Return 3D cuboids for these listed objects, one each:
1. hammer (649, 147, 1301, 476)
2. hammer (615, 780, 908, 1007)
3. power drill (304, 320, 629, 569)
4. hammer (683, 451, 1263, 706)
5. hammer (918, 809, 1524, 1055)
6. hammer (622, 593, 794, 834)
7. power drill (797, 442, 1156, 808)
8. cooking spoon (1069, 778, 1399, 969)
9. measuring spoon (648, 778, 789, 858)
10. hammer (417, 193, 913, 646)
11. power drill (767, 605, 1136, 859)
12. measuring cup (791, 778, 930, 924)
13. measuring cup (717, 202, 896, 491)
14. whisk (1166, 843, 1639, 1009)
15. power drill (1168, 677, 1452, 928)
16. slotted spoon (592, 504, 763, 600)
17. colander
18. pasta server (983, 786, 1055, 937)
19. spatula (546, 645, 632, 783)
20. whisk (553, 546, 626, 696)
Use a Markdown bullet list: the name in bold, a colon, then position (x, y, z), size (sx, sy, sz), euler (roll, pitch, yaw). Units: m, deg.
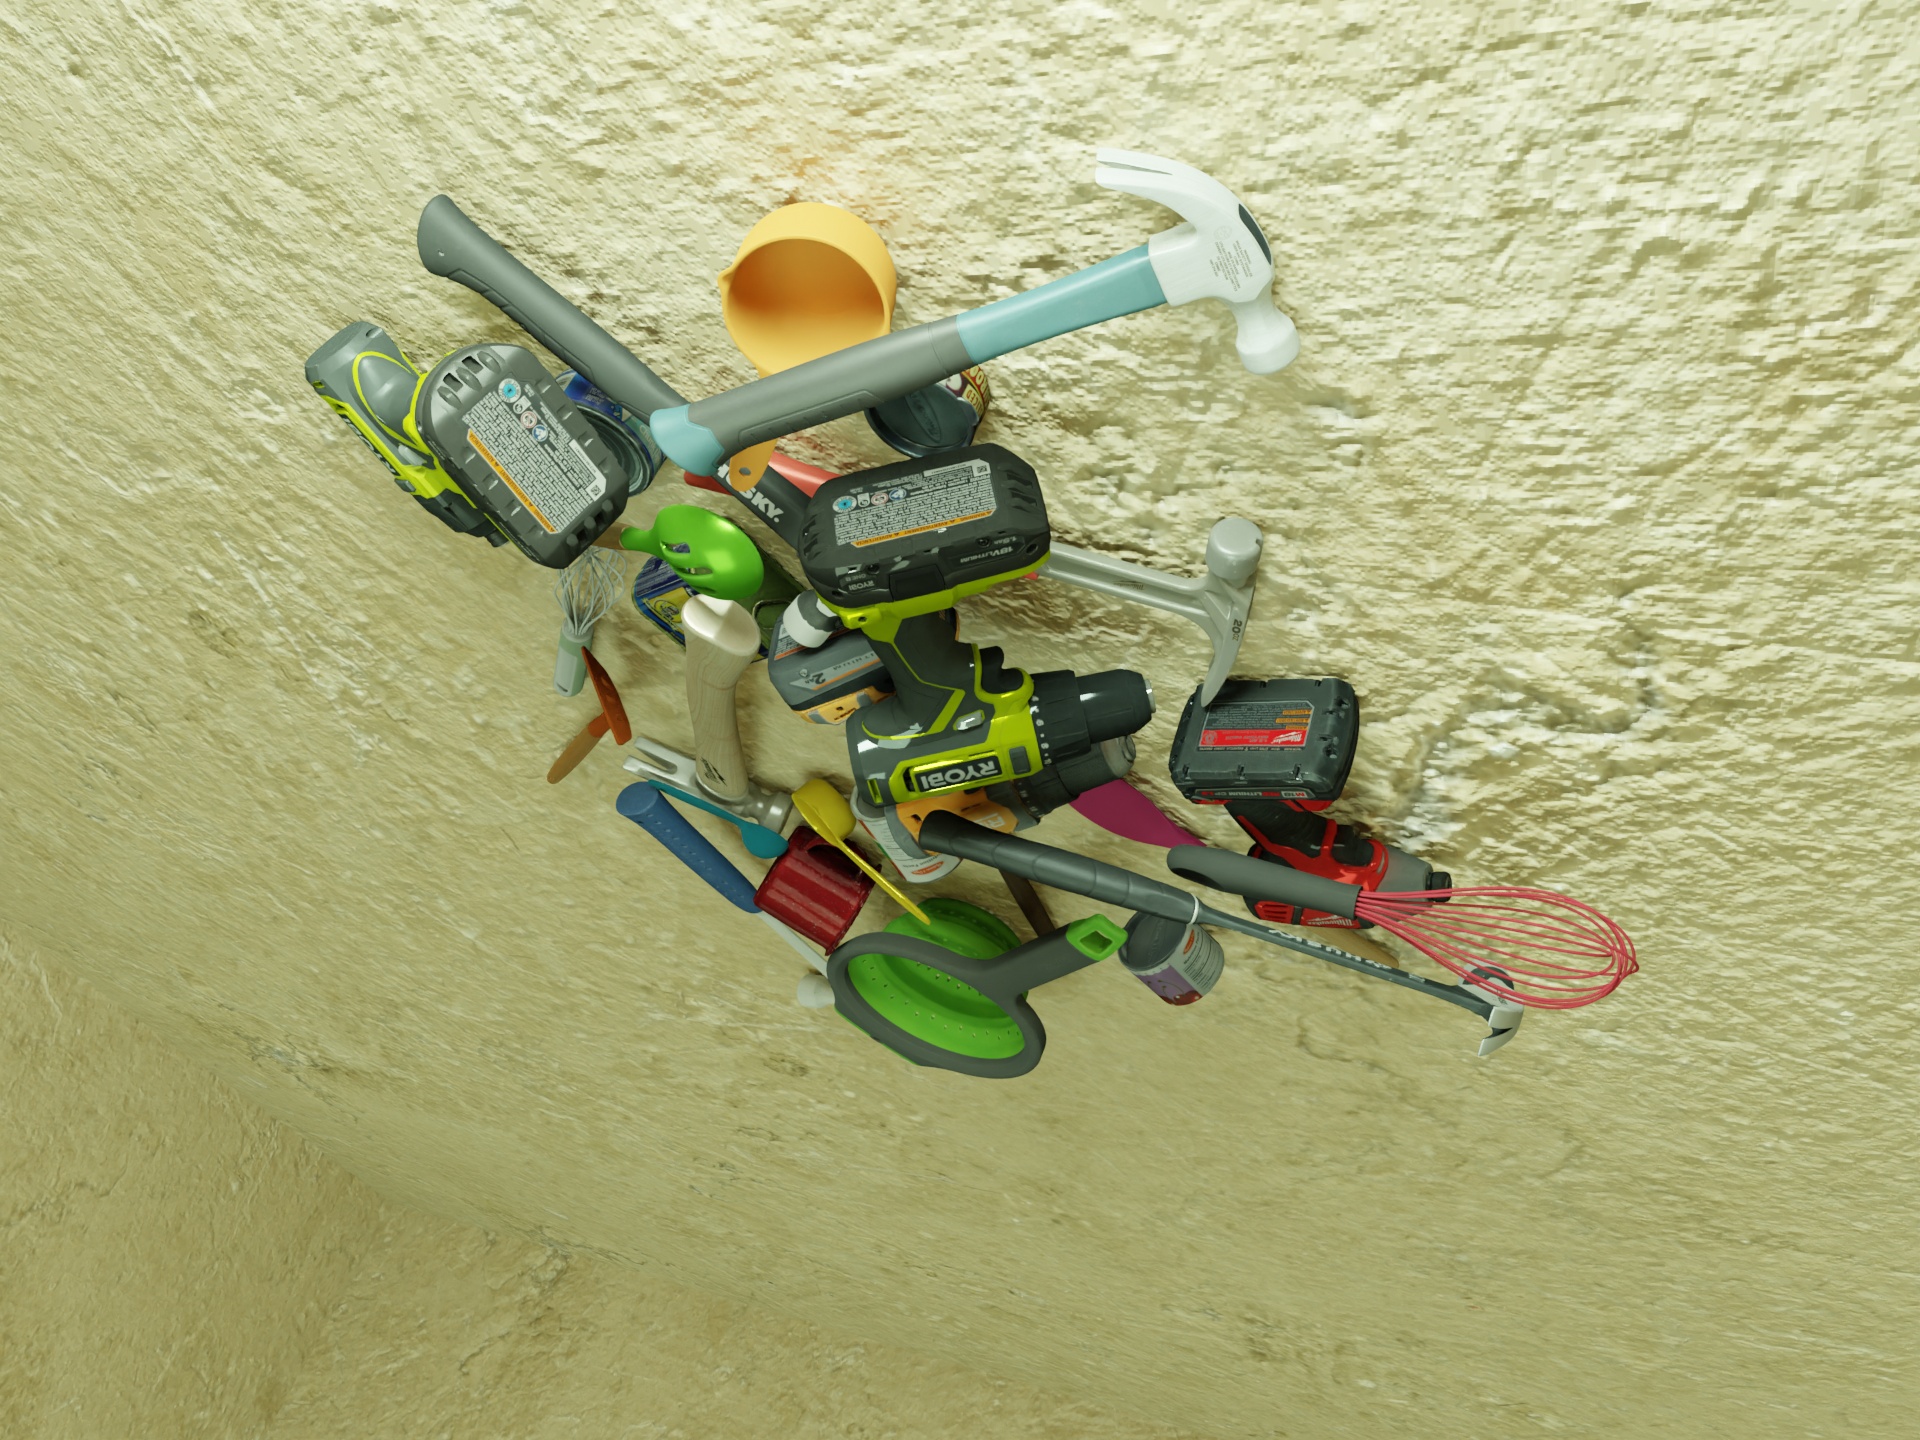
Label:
- **hammer**: position (-0.008, -0.186, 0.800), size (0.331, 0.033, 0.128), euler (-14, 131, 21)
- **hammer**: position (-0.180, 0.176, 1.474), size (0.144, 0.035, 0.405), euler (0, 147, 31)
- **power drill**: position (-0.306, -0.167, 0.998), size (0.223, 0.080, 0.171), euler (18, 151, 50)
- **hammer**: position (0.002, -0.108, 0.982), size (0.359, 0.037, 0.149), euler (17, 147, 9)
- **hammer**: position (0.167, 0.132, 1.048), size (0.409, 0.036, 0.149), euler (17, -173, 10)
- **hammer**: position (-0.190, -0.005, 1.172), size (0.146, 0.038, 0.410), euler (23, 160, 1)
- **power drill**: position (0.011, -0.046, 0.933), size (0.190, 0.080, 0.228), euler (-13, 138, 3)
- **cooking spoon**: position (0.201, 0.111, 1.194), size (0.318, 0.017, 0.068), euler (31, 148, -12)
- **measuring spoon**: position (-0.205, 0.085, 1.323), size (0.128, 0.021, 0.042), euler (26, 160, -6)
- **hammer**: position (-0.175, -0.188, 0.935), size (0.334, 0.035, 0.146), euler (39, 133, -8)
- **power drill**: position (-0.002, -0.003, 1.081), size (0.185, 0.084, 0.226), euler (-20, 131, 21)
- **measuring cup**: position (-0.074, 0.105, 1.295), size (0.156, 0.029, 0.062), euler (41, 162, 13)
- **measuring cup**: position (-0.092, -0.200, 0.861), size (0.095, 0.052, 0.173), euler (20, 136, -11)
- **whisk**: position (0.270, 0.120, 1.003), size (0.296, 0.073, 0.073), euler (12, 146, 25)
- **power drill**: position (0.236, 0.067, 1.059), size (0.143, 0.079, 0.219), euler (-1, 143, 32)
- **slotted spoon**: position (-0.223, -0.118, 1.025), size (0.314, 0.031, 0.070), euler (16, 144, 50)
- **colander**: position (0.031, 0.195, 1.344), size (0.204, 0.094, 0.397), euler (36, 146, -13)
- **pasta server**: position (0.042, 0.113, 1.291), size (0.060, 0.040, 0.315), euler (5, 148, 26)
- **spatula**: position (-0.317, 0.015, 1.324), size (0.322, 0.041, 0.081), euler (-31, 79, 61)
- **whisk**: position (-0.289, -0.073, 1.204), size (0.058, 0.059, 0.246), euler (37, 152, 0)
